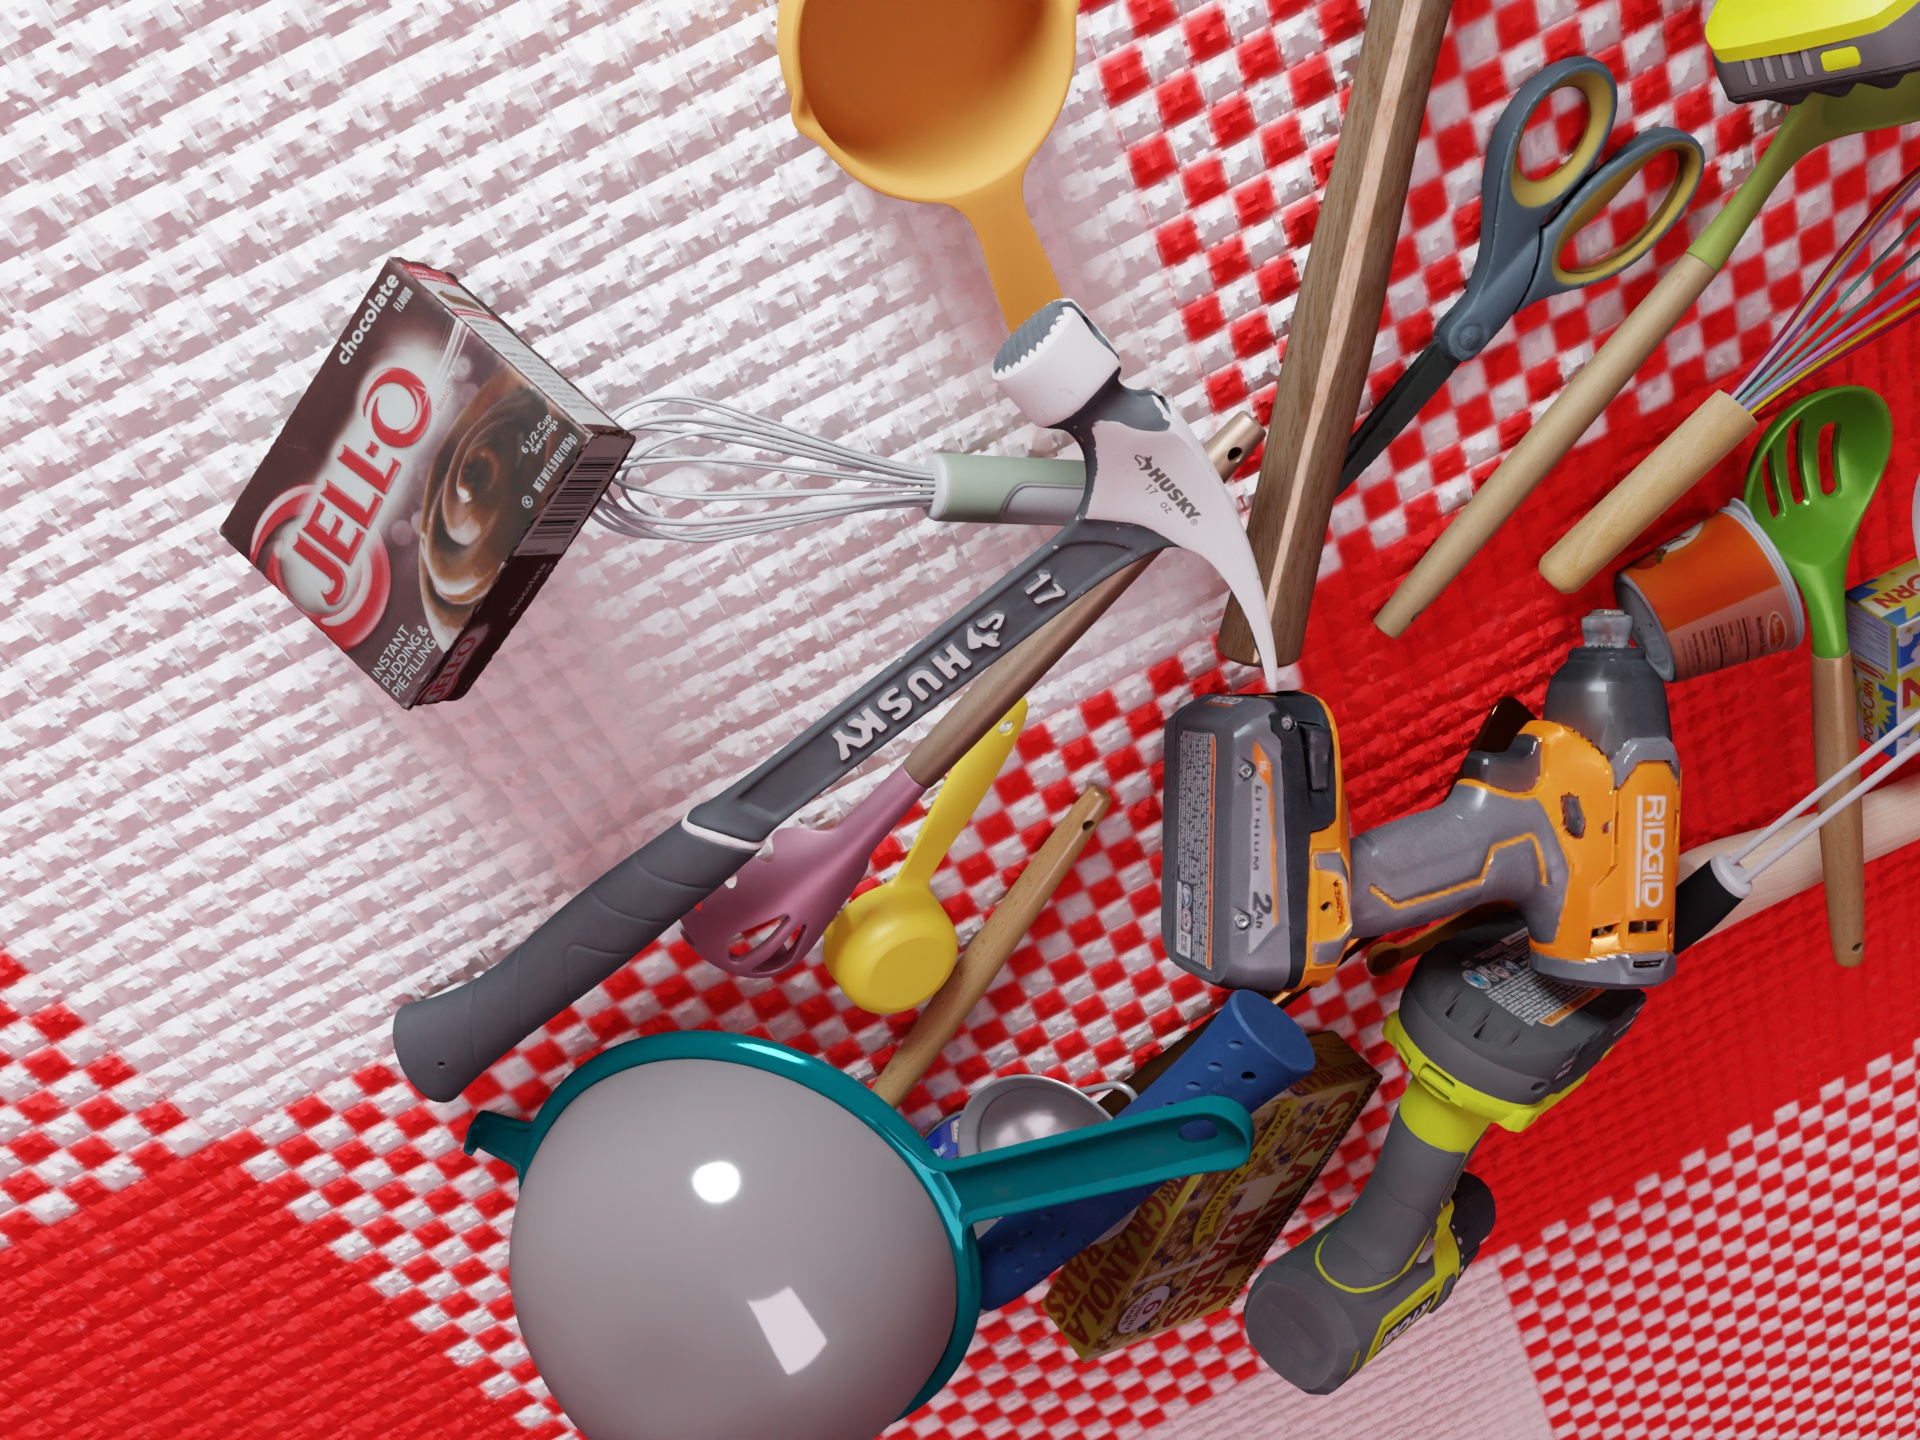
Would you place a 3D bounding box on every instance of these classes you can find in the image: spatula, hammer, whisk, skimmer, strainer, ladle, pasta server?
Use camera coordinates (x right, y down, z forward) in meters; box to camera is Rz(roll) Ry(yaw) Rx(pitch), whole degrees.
[{"bbox_3d":[0.159,0.117,0.765,0.322,0.041,0.081,-40,123,13],"label":"spatula"},{"bbox_3d":[0.004,0.258,0.699,0.144,0.035,0.405,40,116,-4],"label":"hammer"},{"bbox_3d":[0.333,-0.141,0.639,0.047,0.051,0.245,47,112,11],"label":"whisk"},{"bbox_3d":[0.358,0.033,0.695,0.090,0.127,0.363,3,141,-24],"label":"skimmer"},{"bbox_3d":[0.139,-0.172,0.567,0.130,0.031,0.331,0,117,-17],"label":"hammer"},{"bbox_3d":[0.002,0.238,0.732,0.087,0.050,0.258,42,113,5],"label":"strainer"},{"bbox_3d":[-0.023,0.156,0.729,0.069,0.031,0.315,24,109,-30],"label":"ladle"},{"bbox_3d":[-0.001,-0.002,0.619,0.060,0.040,0.316,33,110,-32],"label":"pasta server"},{"bbox_3d":[-0.048,0.219,0.624,0.340,0.095,0.211,-21,104,23],"label":"strainer"},{"bbox_3d":[-0.069,0.032,0.586,0.409,0.036,0.149,-37,115,21],"label":"hammer"},{"bbox_3d":[0.279,-0.149,0.620,0.078,0.062,0.320,8,125,-54],"label":"ladle"},{"bbox_3d":[-0.017,-0.084,0.573,0.246,0.059,0.057,-1,133,-22],"label":"whisk"},{"bbox_3d":[0.549,0.024,0.821,0.410,0.038,0.146,-25,126,-1],"label":"hammer"}]

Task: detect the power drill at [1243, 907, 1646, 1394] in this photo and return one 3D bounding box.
[{"bbox_3d":[0.245,0.212,0.792,0.190,0.080,0.228,-12,128,-45],"label":"power drill"}]

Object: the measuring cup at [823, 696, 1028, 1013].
[{"bbox_3d":[-0.006,0.060,0.667,0.062,0.029,0.156,12,116,-37],"label":"measuring cup"}]

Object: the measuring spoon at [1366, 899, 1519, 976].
[{"bbox_3d":[0.252,0.096,0.789,0.117,0.011,0.021,-25,131,-5],"label":"measuring spoon"}]

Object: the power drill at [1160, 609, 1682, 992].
[{"bbox_3d":[0.204,0.034,0.676,0.226,0.084,0.164,0,93,-16],"label":"power drill"}]

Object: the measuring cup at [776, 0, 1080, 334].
[{"bbox_3d":[0.002,-0.180,0.517,0.095,0.052,0.173,-27,126,0],"label":"measuring cup"}]

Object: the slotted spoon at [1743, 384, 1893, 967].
[{"bbox_3d":[0.402,-0.010,0.737,0.070,0.031,0.313,-21,116,-3],"label":"slotted spoon"}]

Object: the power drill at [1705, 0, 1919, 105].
[{"bbox_3d":[0.243,-0.303,0.473,0.223,0.080,0.171,40,74,-33],"label":"power drill"}]
